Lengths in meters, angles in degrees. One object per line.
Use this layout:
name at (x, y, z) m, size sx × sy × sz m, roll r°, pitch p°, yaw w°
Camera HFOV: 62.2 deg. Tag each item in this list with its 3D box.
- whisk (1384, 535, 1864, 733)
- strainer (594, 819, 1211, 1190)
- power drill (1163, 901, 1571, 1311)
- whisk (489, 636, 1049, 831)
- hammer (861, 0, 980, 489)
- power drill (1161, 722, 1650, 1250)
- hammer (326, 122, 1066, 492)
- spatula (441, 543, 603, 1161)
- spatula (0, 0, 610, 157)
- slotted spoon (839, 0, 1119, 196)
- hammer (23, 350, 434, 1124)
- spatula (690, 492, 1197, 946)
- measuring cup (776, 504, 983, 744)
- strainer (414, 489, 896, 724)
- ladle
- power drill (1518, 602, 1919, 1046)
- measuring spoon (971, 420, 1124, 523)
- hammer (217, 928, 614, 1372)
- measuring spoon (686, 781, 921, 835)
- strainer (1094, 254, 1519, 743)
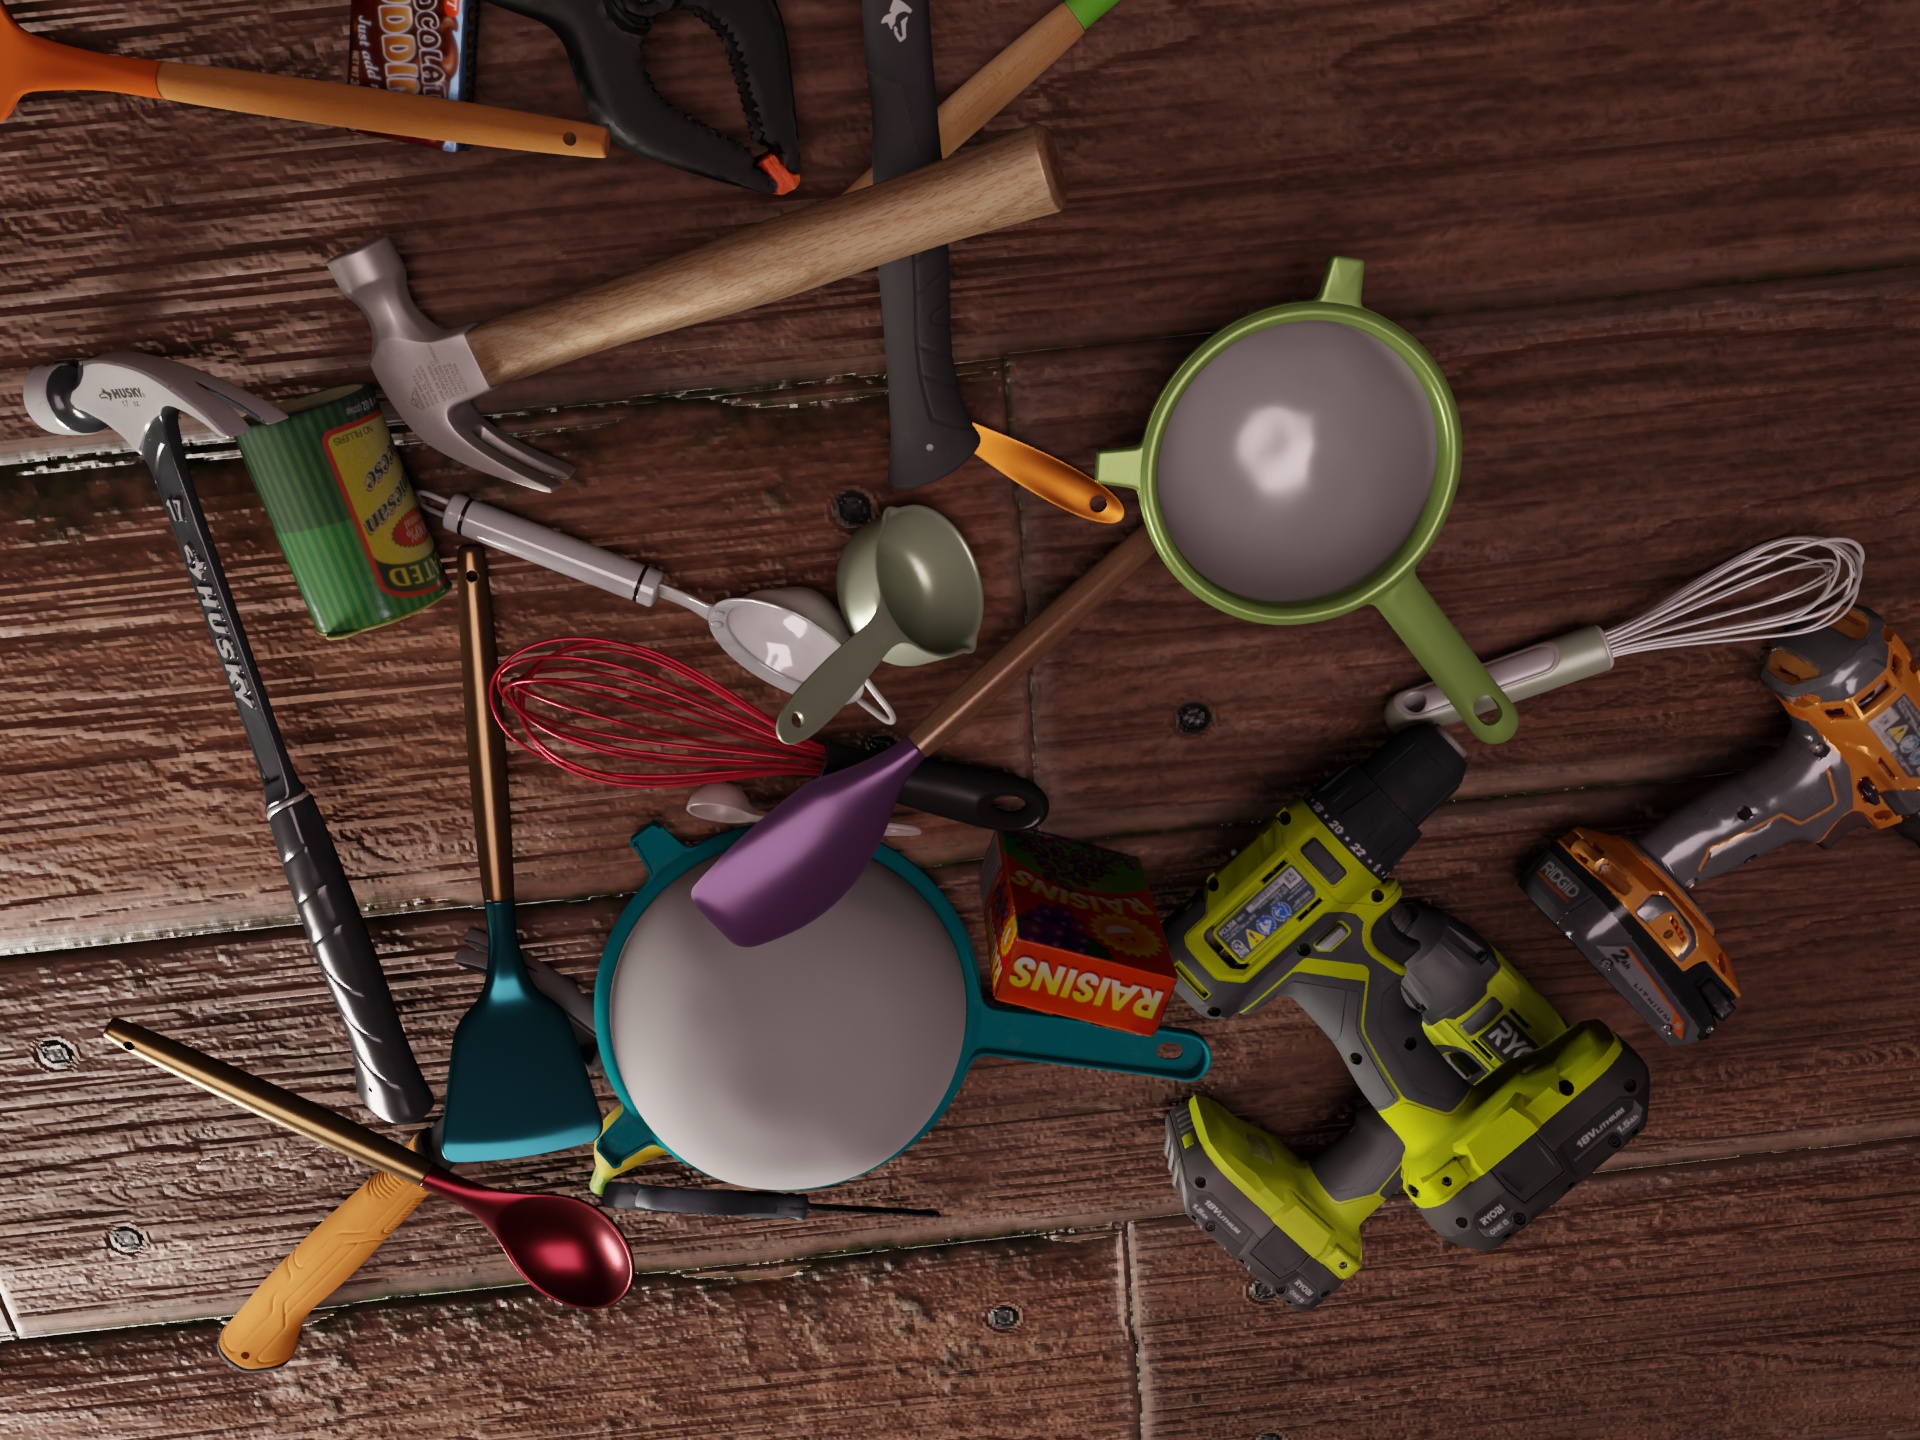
whisk at (0.338, -0.041, 0.819) m, size 0.246 × 0.058 × 0.059 m, roll -20°, pitch 143°, yaw 10°
strainer at (-0.027, 0.173, 0.838) m, size 0.340 × 0.095 × 0.211 m, roll 7°, pitch 99°, yaw -5°
power drill at (0.231, 0.214, 0.908) m, size 0.171 × 0.080 × 0.223 m, roll 43°, pitch 102°, yaw -14°
whisk at (-0.089, 0.016, 0.808) m, size 0.295 × 0.073 × 0.073 m, roll 14°, pitch 112°, yaw -19°
hammer at (-0.030, -0.262, 0.683) m, size 0.146 × 0.035 × 0.334 m, roll -4°, pitch 117°, yaw -2°
power drill at (0.238, 0.133, 0.819) m, size 0.190 × 0.080 × 0.228 m, roll -44°, pitch 83°, yaw 10°
hammer at (-0.113, -0.188, 0.696) m, size 0.331 × 0.031 × 0.130 m, roll -12°, pitch 117°, yaw 19°
spatula at (-0.236, 0.069, 0.814) m, size 0.082 × 0.044 × 0.317 m, roll -5°, pitch 104°, yaw -15°
spatula at (-0.308, -0.269, 0.674) m, size 0.322 × 0.041 × 0.081 m, roll 8°, pitch 112°, yaw -1°
slotted spoon at (0.028, -0.295, 0.703) m, size 0.313 × 0.031 × 0.070 m, roll -38°, pitch 111°, yaw 14°
hammer at (-0.328, 0.024, 0.773) m, size 0.149 × 0.036 × 0.408 m, roll 6°, pitch 118°, yaw 33°
spatula at (-0.001, -0.003, 0.788) m, size 0.316 × 0.018 × 0.059 m, roll -43°, pitch 111°, yaw -2°
measuring cup at (-0.048, -0.038, 0.744) m, size 0.038 × 0.168 × 0.083 m, roll -14°, pitch 116°, yaw 42°
strainer at (-0.145, -0.065, 0.785) m, size 0.258 × 0.050 × 0.086 m, roll 21°, pitch 154°, yaw -6°
ladle at (-0.320, 0.241, 0.877) m, size 0.315 × 0.031 × 0.069 m, roll 32°, pitch 107°, yaw -15°
power drill at (0.442, 0.073, 0.857) m, size 0.226 × 0.084 × 0.185 m, roll -43°, pitch 110°, yaw 10°
measuring spoon at (0.031, -0.128, 0.785) m, size 0.116 × 0.011 × 0.021 m, roll 26°, pitch 109°, yaw -17°
hammer at (-0.329, 0.264, 0.920) m, size 0.127 × 0.034 × 0.337 m, roll 40°, pitch 106°, yaw -18°
measuring spoon at (-0.081, 0.047, 0.836) m, size 0.124 × 0.034 × 0.018 m, roll 7°, pitch 71°, yaw -9°
strainer at (0.188, -0.090, 0.775) m, size 0.151 × 0.069 × 0.256 m, roll -39°, pitch 110°, yaw 10°
